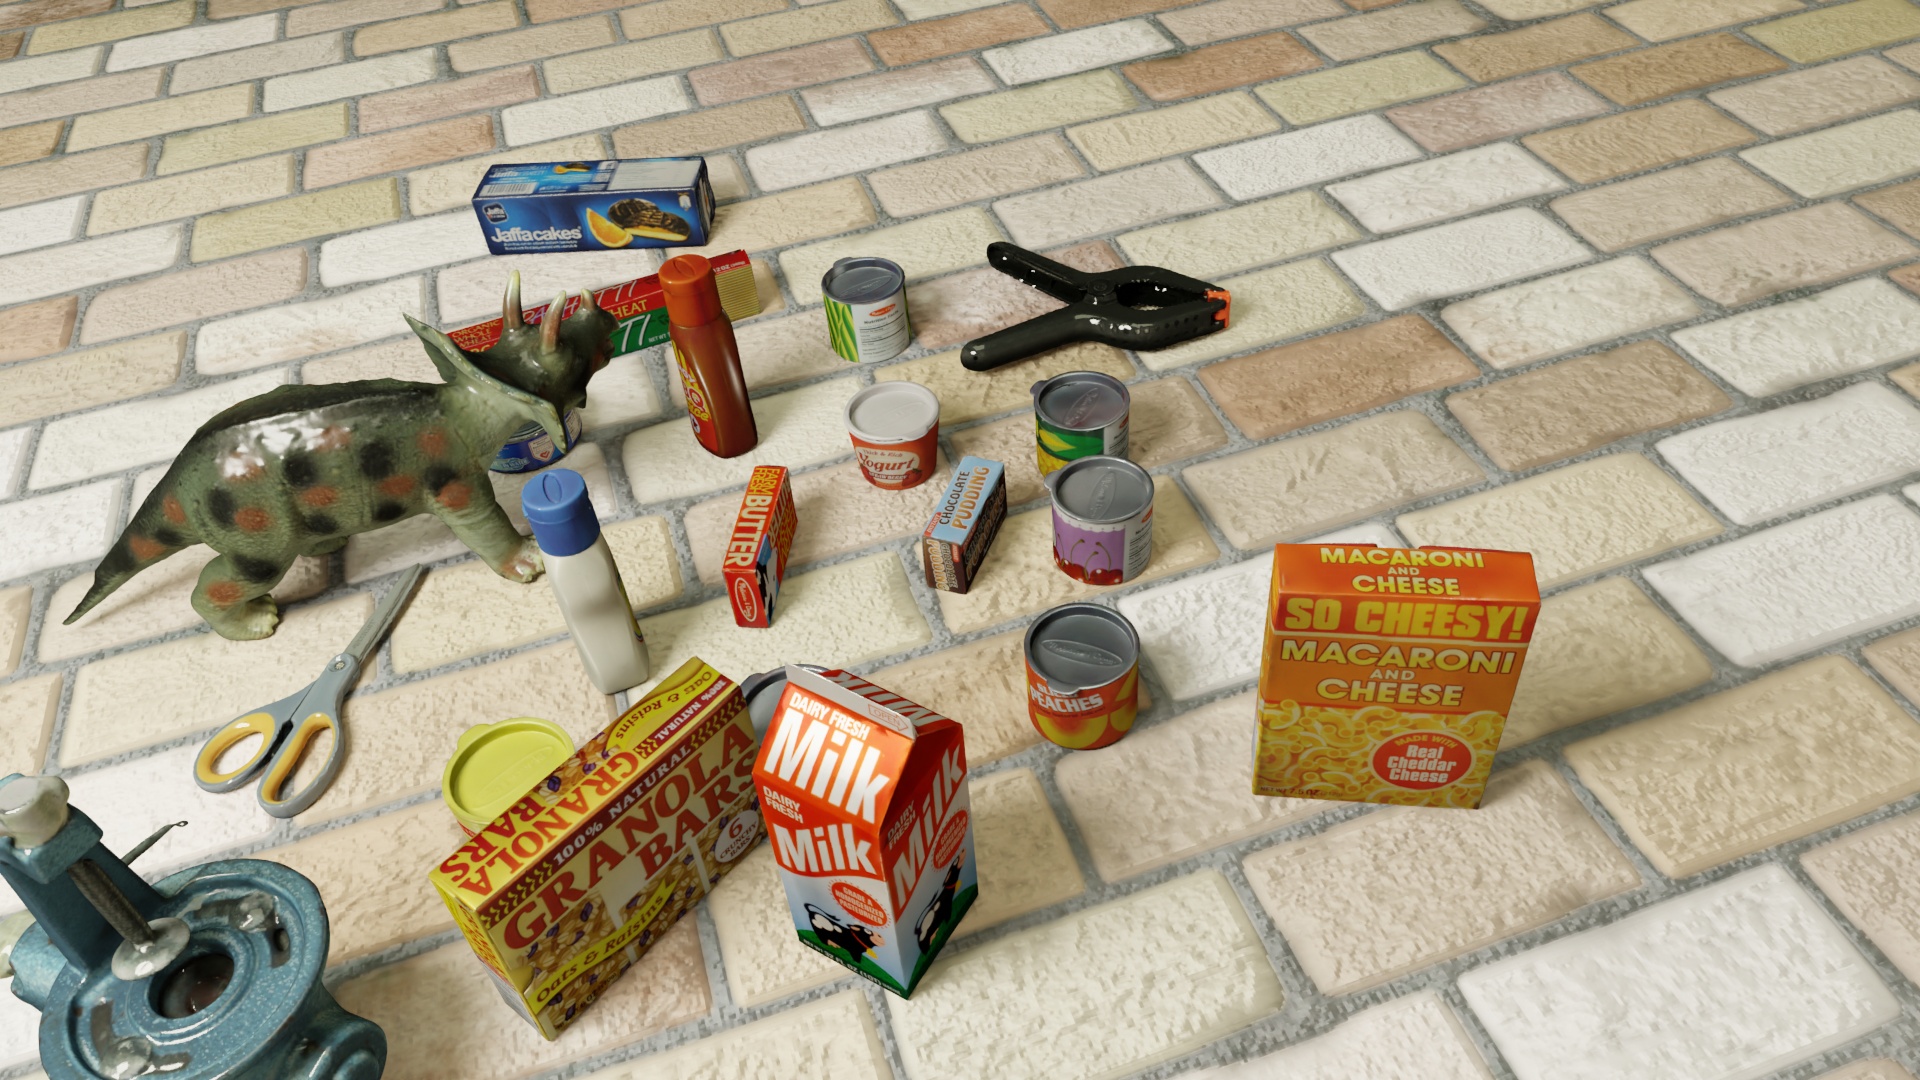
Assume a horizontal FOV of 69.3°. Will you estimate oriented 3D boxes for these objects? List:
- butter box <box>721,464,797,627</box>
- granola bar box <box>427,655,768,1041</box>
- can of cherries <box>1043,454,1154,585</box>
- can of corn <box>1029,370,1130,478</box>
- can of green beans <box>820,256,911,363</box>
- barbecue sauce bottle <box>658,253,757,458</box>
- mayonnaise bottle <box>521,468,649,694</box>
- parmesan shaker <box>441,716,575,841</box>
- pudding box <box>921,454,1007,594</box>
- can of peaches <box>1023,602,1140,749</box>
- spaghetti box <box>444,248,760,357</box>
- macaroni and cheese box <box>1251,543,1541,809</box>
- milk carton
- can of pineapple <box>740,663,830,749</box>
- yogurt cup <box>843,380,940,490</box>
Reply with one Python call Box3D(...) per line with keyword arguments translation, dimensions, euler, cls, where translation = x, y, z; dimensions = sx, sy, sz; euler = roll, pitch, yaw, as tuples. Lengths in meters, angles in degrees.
Box3D(translation=(-0.131, 0.003, 0.913), dimensions=(0.024, 0.052, 0.104), euler=(1, 44, 7), cls="butter box")
Box3D(translation=(-0.171, 0.155, 0.705), dimensions=(0.039, 0.123, 0.166), euler=(27, 52, 30), cls="granola bar box")
Box3D(translation=(0.090, -0.014, 0.904), dimensions=(0.071, 0.058, 0.072), euler=(-3, 44, 3), cls="can of cherries")
Box3D(translation=(0.083, -0.077, 0.972), dimensions=(0.071, 0.058, 0.071), euler=(-3, 44, 3), cls="can of corn")
Box3D(translation=(-0.074, -0.182, 1.098), dimensions=(0.071, 0.057, 0.071), euler=(-3, 44, 3), cls="can of green beans")
Box3D(translation=(-0.181, -0.132, 0.990), dimensions=(0.044, 0.147, 0.065), euler=(-26, 47, -20), cls="barbecue sauce bottle")
Box3D(translation=(-0.224, 0.024, 0.832), dimensions=(0.041, 0.147, 0.065), euler=(-19, 45, -14), cls="mayonnaise bottle")
Box3D(translation=(-0.225, 0.149, 0.732), dimensions=(0.071, 0.102, 0.072), euler=(-3, 44, 3), cls="parmesan shaker")
Box3D(translation=(0.003, -0.011, 0.917), dimensions=(0.030, 0.049, 0.084), euler=(12, 46, 18), cls="pudding box")
Box3D(translation=(0.070, 0.081, 0.808), dimensions=(0.071, 0.057, 0.071), euler=(-3, 44, 3), cls="can of peaches")
Box3D(translation=(-0.285, -0.174, 1.116), dimensions=(0.251, 0.050, 0.029), euler=(-20, 45, -15), cls="spaghetti box")
Box3D(translation=(0.219, 0.073, 0.723), dimensions=(0.124, 0.165, 0.040), euler=(2, 44, 8), cls="macaroni and cheese box")
Box3D(translation=(-0.043, 0.132, 0.669), dimensions=(0.072, 0.189, 0.074), euler=(20, 49, 25), cls="milk carton")
Box3D(translation=(-0.091, 0.112, 0.791), dimensions=(0.071, 0.057, 0.071), euler=(-3, 44, 3), cls="can of pineapple")
Box3D(translation=(-0.046, -0.073, 0.983), dimensions=(0.072, 0.053, 0.073), euler=(-3, 44, 3), cls="yogurt cup")
